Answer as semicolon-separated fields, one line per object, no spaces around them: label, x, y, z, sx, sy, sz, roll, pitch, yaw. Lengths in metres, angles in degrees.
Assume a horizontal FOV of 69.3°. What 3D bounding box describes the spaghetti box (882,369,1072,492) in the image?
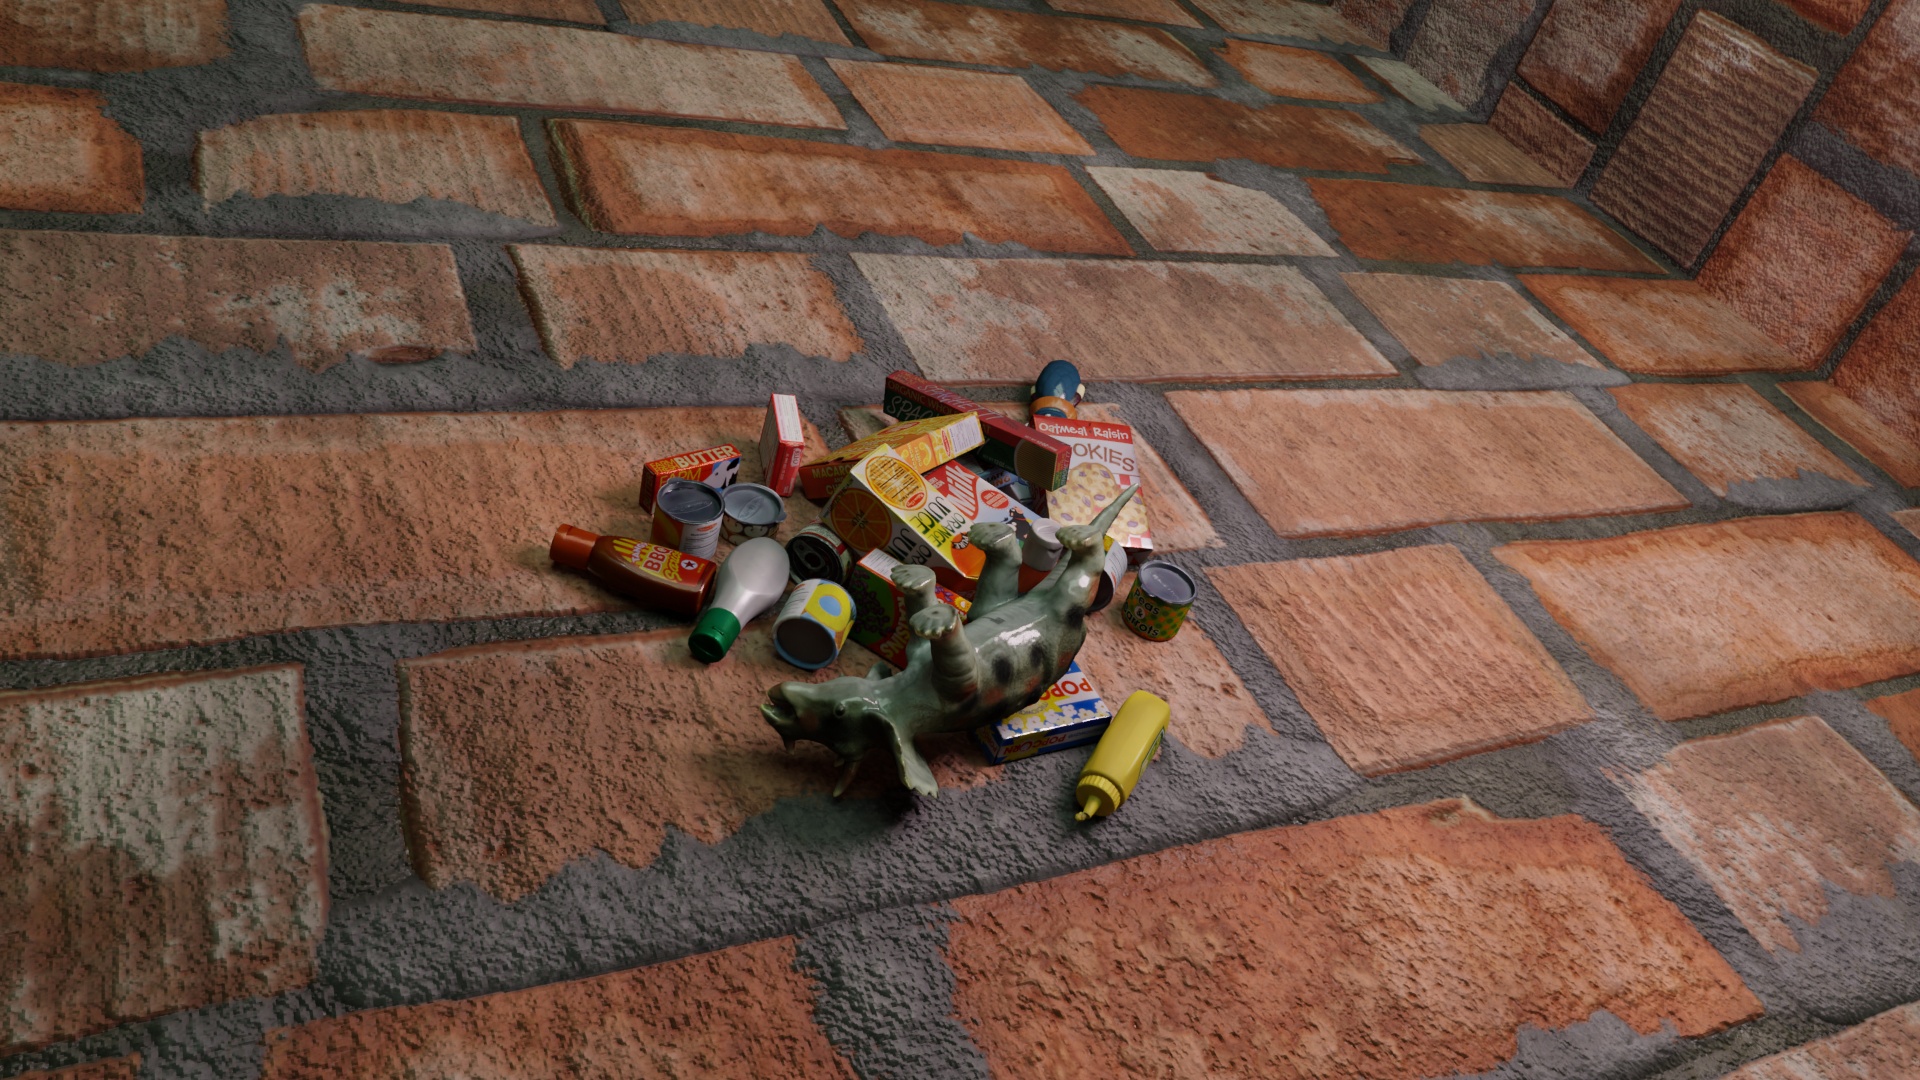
spaghetti box;0.014;-0.125;1.548;0.250;0.050;0.029;27;37;30

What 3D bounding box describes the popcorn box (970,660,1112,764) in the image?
popcorn box;0.068;0.158;1.312;0.127;0.038;0.085;-7;46;-30

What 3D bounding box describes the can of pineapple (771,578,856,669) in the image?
can of pineapple;-0.135;0.079;1.296;0.071;0.070;0.058;21;38;2

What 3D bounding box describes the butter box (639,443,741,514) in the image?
butter box;-0.276;-0.063;1.418;0.104;0.052;0.024;-17;49;-38

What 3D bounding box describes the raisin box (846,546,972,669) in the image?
raisin box;-0.050;0.075;1.322;0.123;0.085;0.040;30;34;13

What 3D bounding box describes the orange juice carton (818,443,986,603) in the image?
orange juice carton;-0.036;0.004;1.349;0.193;0.071;0.073;42;38;3

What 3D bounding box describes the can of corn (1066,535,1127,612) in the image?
can of corn;0.136;0.033;1.473;0.071;0.070;0.058;26;37;7

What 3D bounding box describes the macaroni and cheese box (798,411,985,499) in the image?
macaroni and cheese box;-0.074;-0.093;1.500;0.123;0.040;0.167;-4;18;43

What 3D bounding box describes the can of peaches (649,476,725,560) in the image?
can of peaches;-0.269;-0.019;1.363;0.071;0.057;0.071;12;38;-9

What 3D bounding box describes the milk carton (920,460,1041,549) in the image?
milk carton;0.005;-0.018;1.470;0.191;0.073;0.073;34;40;19

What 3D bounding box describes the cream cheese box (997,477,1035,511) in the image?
cream cheese box;0.064;-0.074;1.603;0.053;0.024;0.104;-8;46;-29

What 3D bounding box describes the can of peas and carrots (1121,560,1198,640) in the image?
can of peas and carrots;0.209;0.065;1.471;0.071;0.058;0.071;12;39;-9

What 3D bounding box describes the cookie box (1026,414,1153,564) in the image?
cookie box;0.143;-0.059;1.566;0.123;0.040;0.168;5;59;-19

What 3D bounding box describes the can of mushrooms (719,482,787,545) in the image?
can of mushrooms;-0.213;-0.025;1.415;0.071;0.033;0.071;12;38;-10

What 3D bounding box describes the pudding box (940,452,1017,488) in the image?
pudding box;0.018;-0.078;1.563;0.084;0.030;0.050;-21;49;-13

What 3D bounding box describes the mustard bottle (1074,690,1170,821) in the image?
mustard bottle;0.143;0.206;1.270;0.049;0.065;0.161;25;43;16

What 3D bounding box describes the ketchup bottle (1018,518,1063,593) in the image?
ketchup bottle;0.065;0.045;1.358;0.065;0.148;0.044;-10;45;-33

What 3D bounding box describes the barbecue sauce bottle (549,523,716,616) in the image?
barbecue sauce bottle;-0.308;0.024;1.304;0.148;0.043;0.065;18;29;-2

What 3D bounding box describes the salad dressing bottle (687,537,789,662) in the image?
salad dressing bottle;-0.210;0.055;1.310;0.064;0.043;0.148;35;38;-7
